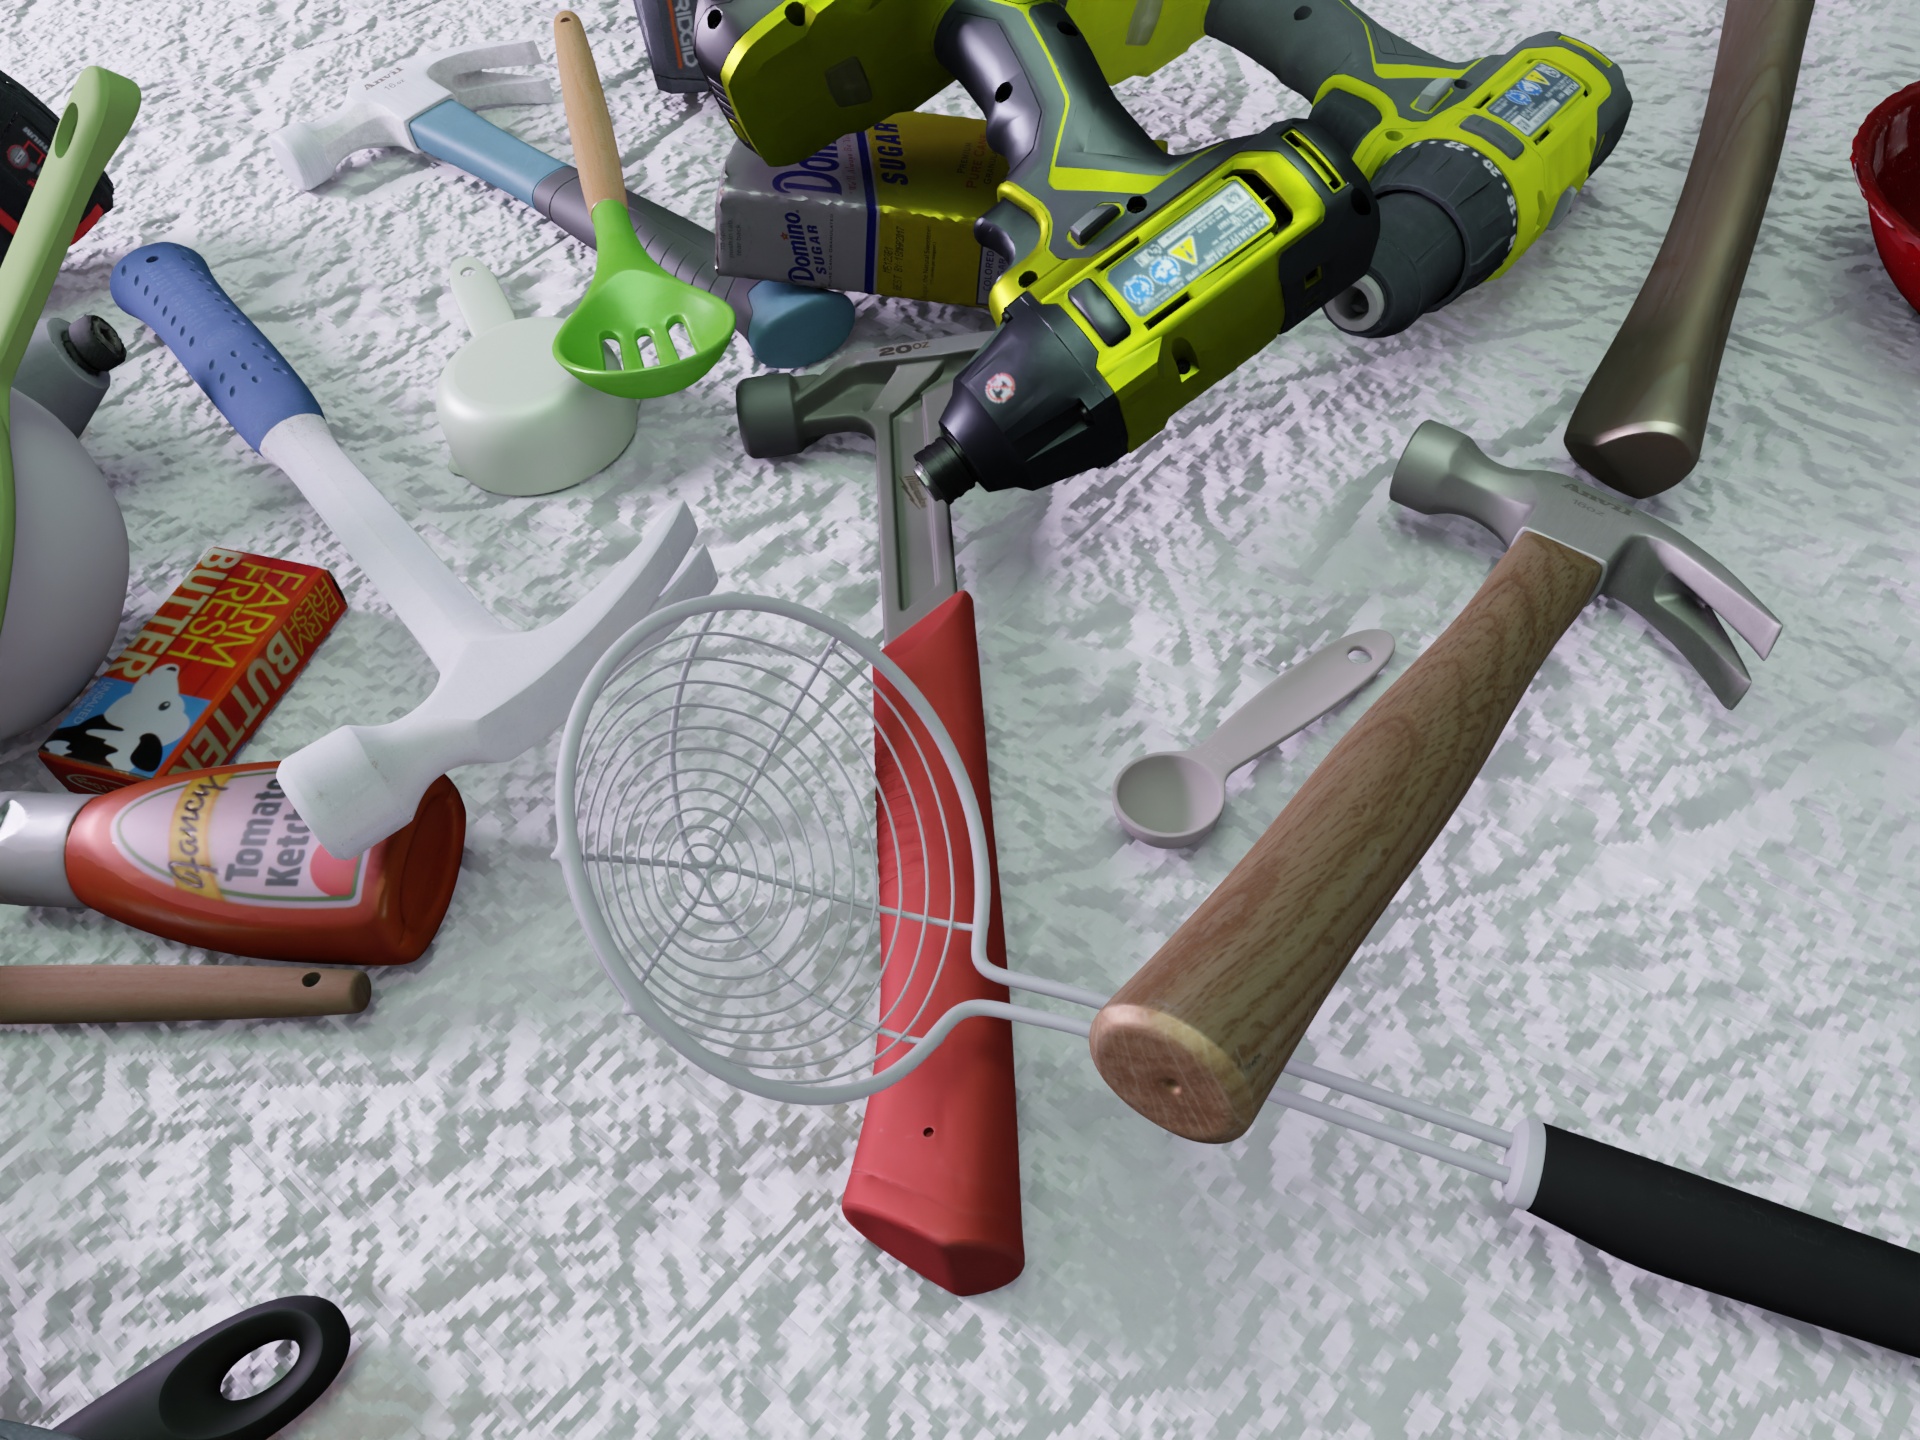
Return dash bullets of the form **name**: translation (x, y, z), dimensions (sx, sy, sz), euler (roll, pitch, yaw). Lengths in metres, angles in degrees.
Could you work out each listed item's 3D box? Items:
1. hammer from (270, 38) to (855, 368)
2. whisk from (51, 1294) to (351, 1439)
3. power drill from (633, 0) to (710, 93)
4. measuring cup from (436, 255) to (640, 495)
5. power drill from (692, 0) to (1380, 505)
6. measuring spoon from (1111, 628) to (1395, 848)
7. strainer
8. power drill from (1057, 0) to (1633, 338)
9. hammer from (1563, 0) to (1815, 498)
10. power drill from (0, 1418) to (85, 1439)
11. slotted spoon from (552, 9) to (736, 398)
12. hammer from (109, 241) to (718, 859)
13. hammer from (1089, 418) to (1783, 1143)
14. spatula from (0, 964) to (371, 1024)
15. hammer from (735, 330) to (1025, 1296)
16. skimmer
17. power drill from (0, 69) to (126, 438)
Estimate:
- **hammer**: translation (-0.176, -0.236, 0.725), dimensions (0.331, 0.033, 0.128), euler (34, 64, 29)
- **whisk**: translation (-0.280, 0.219, 0.356), dimensions (0.296, 0.073, 0.073), euler (-28, 53, -22)
- **power drill**: translation (-0.060, -0.407, 0.821), dimensions (0.226, 0.084, 0.186), euler (-12, 50, -8)
- **measuring cup**: translation (-0.190, -0.160, 0.660), dimensions (0.083, 0.038, 0.168), euler (-24, 54, -12)
- **power drill**: translation (0.010, -0.193, 0.557), dimensions (0.171, 0.080, 0.223), euler (-36, 72, 0)
- **measuring spoon**: translation (0.097, 0.005, 0.507), dimensions (0.124, 0.018, 0.034), euler (-33, 52, -27)
- **strainer**: translation (-0.308, -0.093, 0.538), dimensions (0.152, 0.069, 0.256), euler (48, 113, 31)
- **power drill**: translation (0.133, -0.251, 0.634), dimensions (0.228, 0.080, 0.190), euler (37, 56, 13)
- **hammer**: translation (0.318, -0.248, 0.625), dimensions (0.146, 0.038, 0.411), euler (-20, 37, 53)
- **power drill**: translation (-0.225, 0.189, 0.315), dimensions (0.226, 0.084, 0.164), euler (26, 57, 3)
- **slotted spoon**: translation (-0.150, -0.229, 0.678), dimensions (0.070, 0.031, 0.314), euler (-14, 50, -8)
- **hammer**: translation (-0.238, -0.103, 0.590), dimensions (0.144, 0.035, 0.406), euler (-34, 47, -18)
- **hammer**: translation (0.129, 0.001, 0.421), dimensions (0.130, 0.031, 0.331), euler (28, 39, 20)
- **spatula**: translation (-0.334, 0.087, 0.493), dimensions (0.316, 0.018, 0.060), euler (-2, 48, 7)
- **hammer**: translation (-0.001, -0.002, 0.509), dimensions (0.149, 0.036, 0.359), euler (-7, 50, 2)
- **skimmer**: translation (0.081, 0.070, 0.371), dimensions (0.363, 0.090, 0.127), euler (18, 50, 9)
- **power drill**: translation (-0.417, -0.173, 0.665), dimensions (0.143, 0.078, 0.220), euler (-29, 54, 6)
